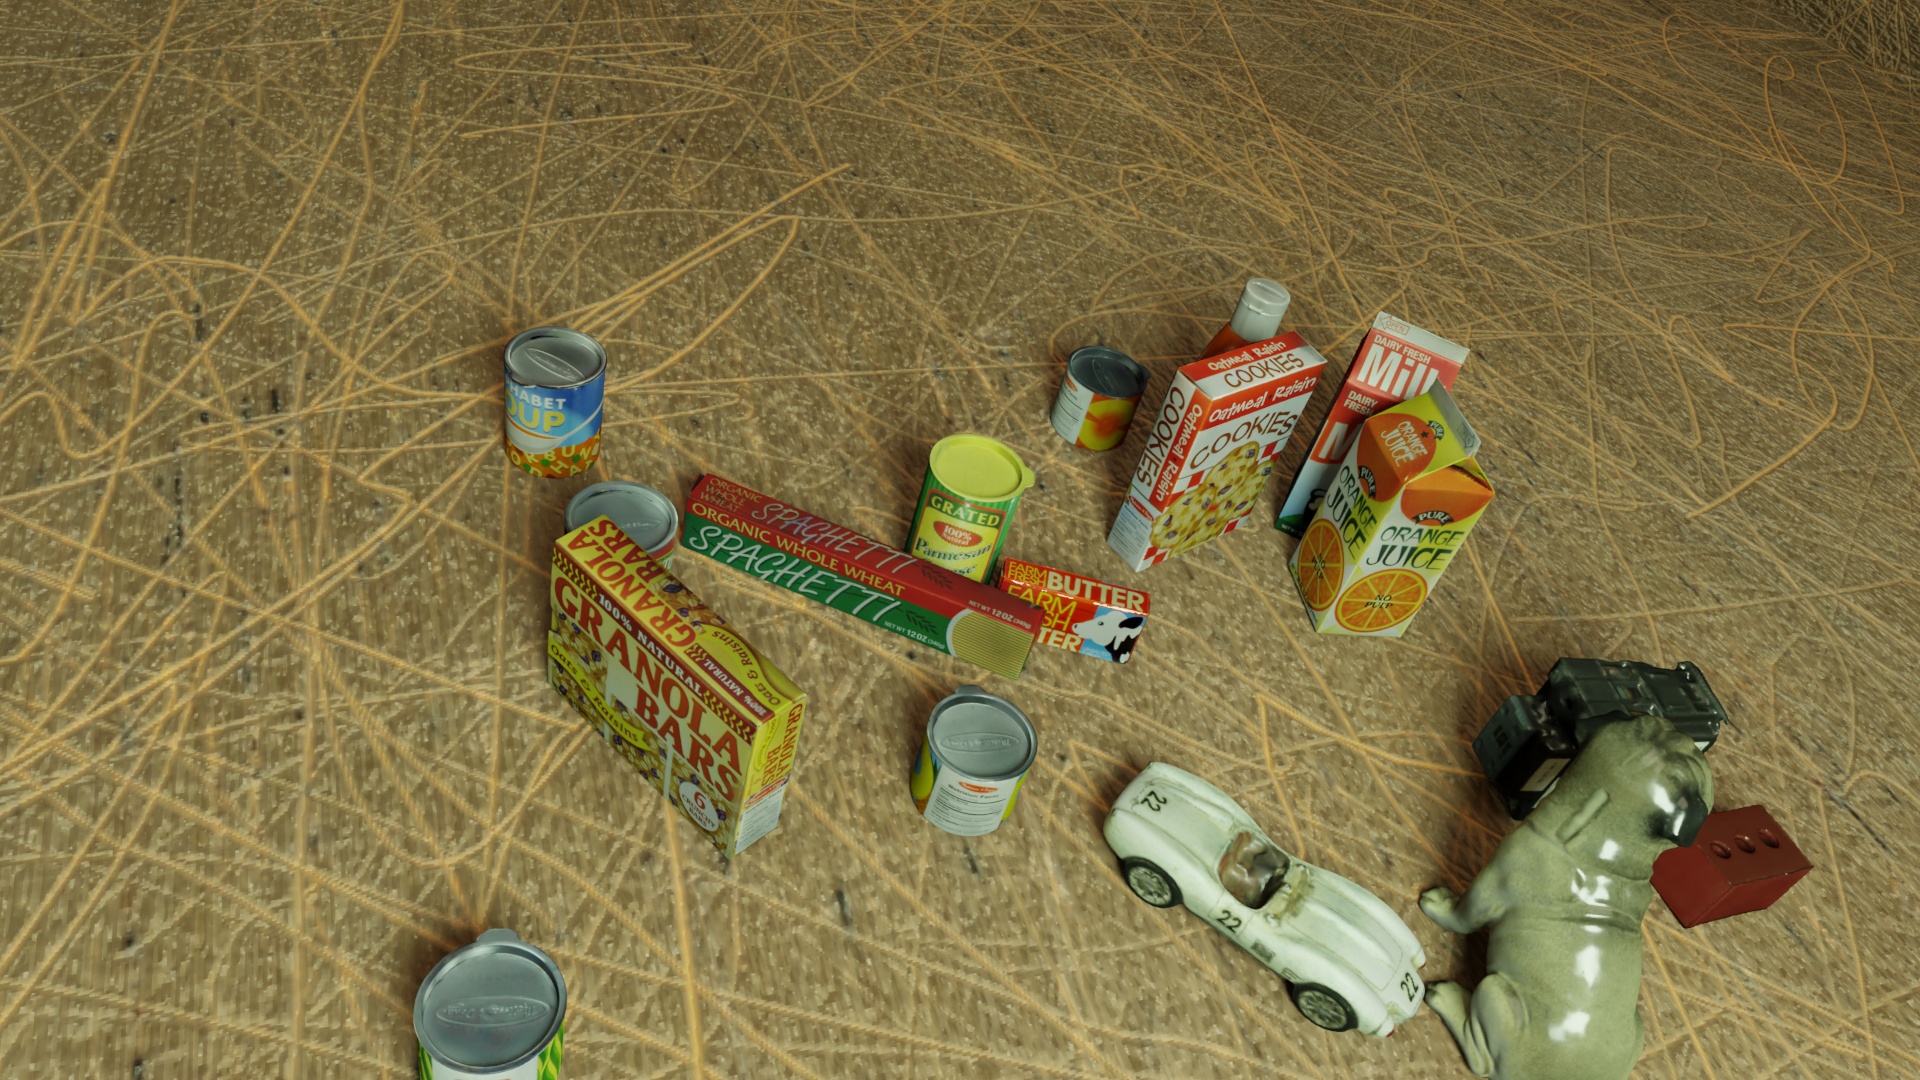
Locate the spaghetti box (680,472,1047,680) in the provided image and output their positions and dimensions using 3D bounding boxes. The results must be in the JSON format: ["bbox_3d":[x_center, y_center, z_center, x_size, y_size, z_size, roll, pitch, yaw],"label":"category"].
[{"bbox_3d":[-0.068,0.024,0.922,0.250,0.049,0.029,22,42,5],"label":"spaghetti box"}]

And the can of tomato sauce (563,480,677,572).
[{"bbox_3d":[-0.211,0.017,0.857,0.071,0.082,0.071,9,43,-9],"label":"can of tomato sauce"}]

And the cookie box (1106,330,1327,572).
[{"bbox_3d":[0.184,-0.065,1.012,0.123,0.166,0.040,-21,54,-34],"label":"cookie box"}]

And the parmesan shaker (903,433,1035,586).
[{"bbox_3d":[0.003,-0.012,0.944,0.071,0.102,0.072,9,43,-9],"label":"parmesan shaker"}]

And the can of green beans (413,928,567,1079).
[{"bbox_3d":[-0.218,0.230,0.648,0.071,0.057,0.071,9,43,-9],"label":"can of green beans"}]

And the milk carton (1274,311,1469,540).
[{"bbox_3d":[0.312,-0.083,1.056,0.072,0.189,0.074,25,43,8],"label":"milk carton"}]

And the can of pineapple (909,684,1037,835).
[{"bbox_3d":[0.007,0.131,0.826,0.071,0.057,0.071,9,43,-9],"label":"can of pineapple"}]

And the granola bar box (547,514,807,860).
[{"bbox_3d":[-0.163,0.082,0.773,0.166,0.123,0.039,38,46,21],"label":"granola bar box"}]

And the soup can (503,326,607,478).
[{"bbox_3d":[-0.280,-0.093,0.950,0.071,0.083,0.072,9,43,-9],"label":"soup can"}]

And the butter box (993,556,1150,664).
[{"bbox_3d":[0.072,0.048,0.940,0.103,0.052,0.024,15,42,-3],"label":"butter box"}]

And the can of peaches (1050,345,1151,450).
[{"bbox_3d":[0.113,-0.114,1.122,0.071,0.057,0.071,9,43,-9],"label":"can of peaches"}]

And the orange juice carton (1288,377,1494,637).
[{"bbox_3d":[0.310,-0.021,0.988,0.073,0.191,0.072,4,44,-15],"label":"orange juice carton"}]

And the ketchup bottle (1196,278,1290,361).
[{"bbox_3d":[0.221,-0.140,1.117,0.065,0.148,0.044,32,44,16],"label":"ketchup bottle"}]
